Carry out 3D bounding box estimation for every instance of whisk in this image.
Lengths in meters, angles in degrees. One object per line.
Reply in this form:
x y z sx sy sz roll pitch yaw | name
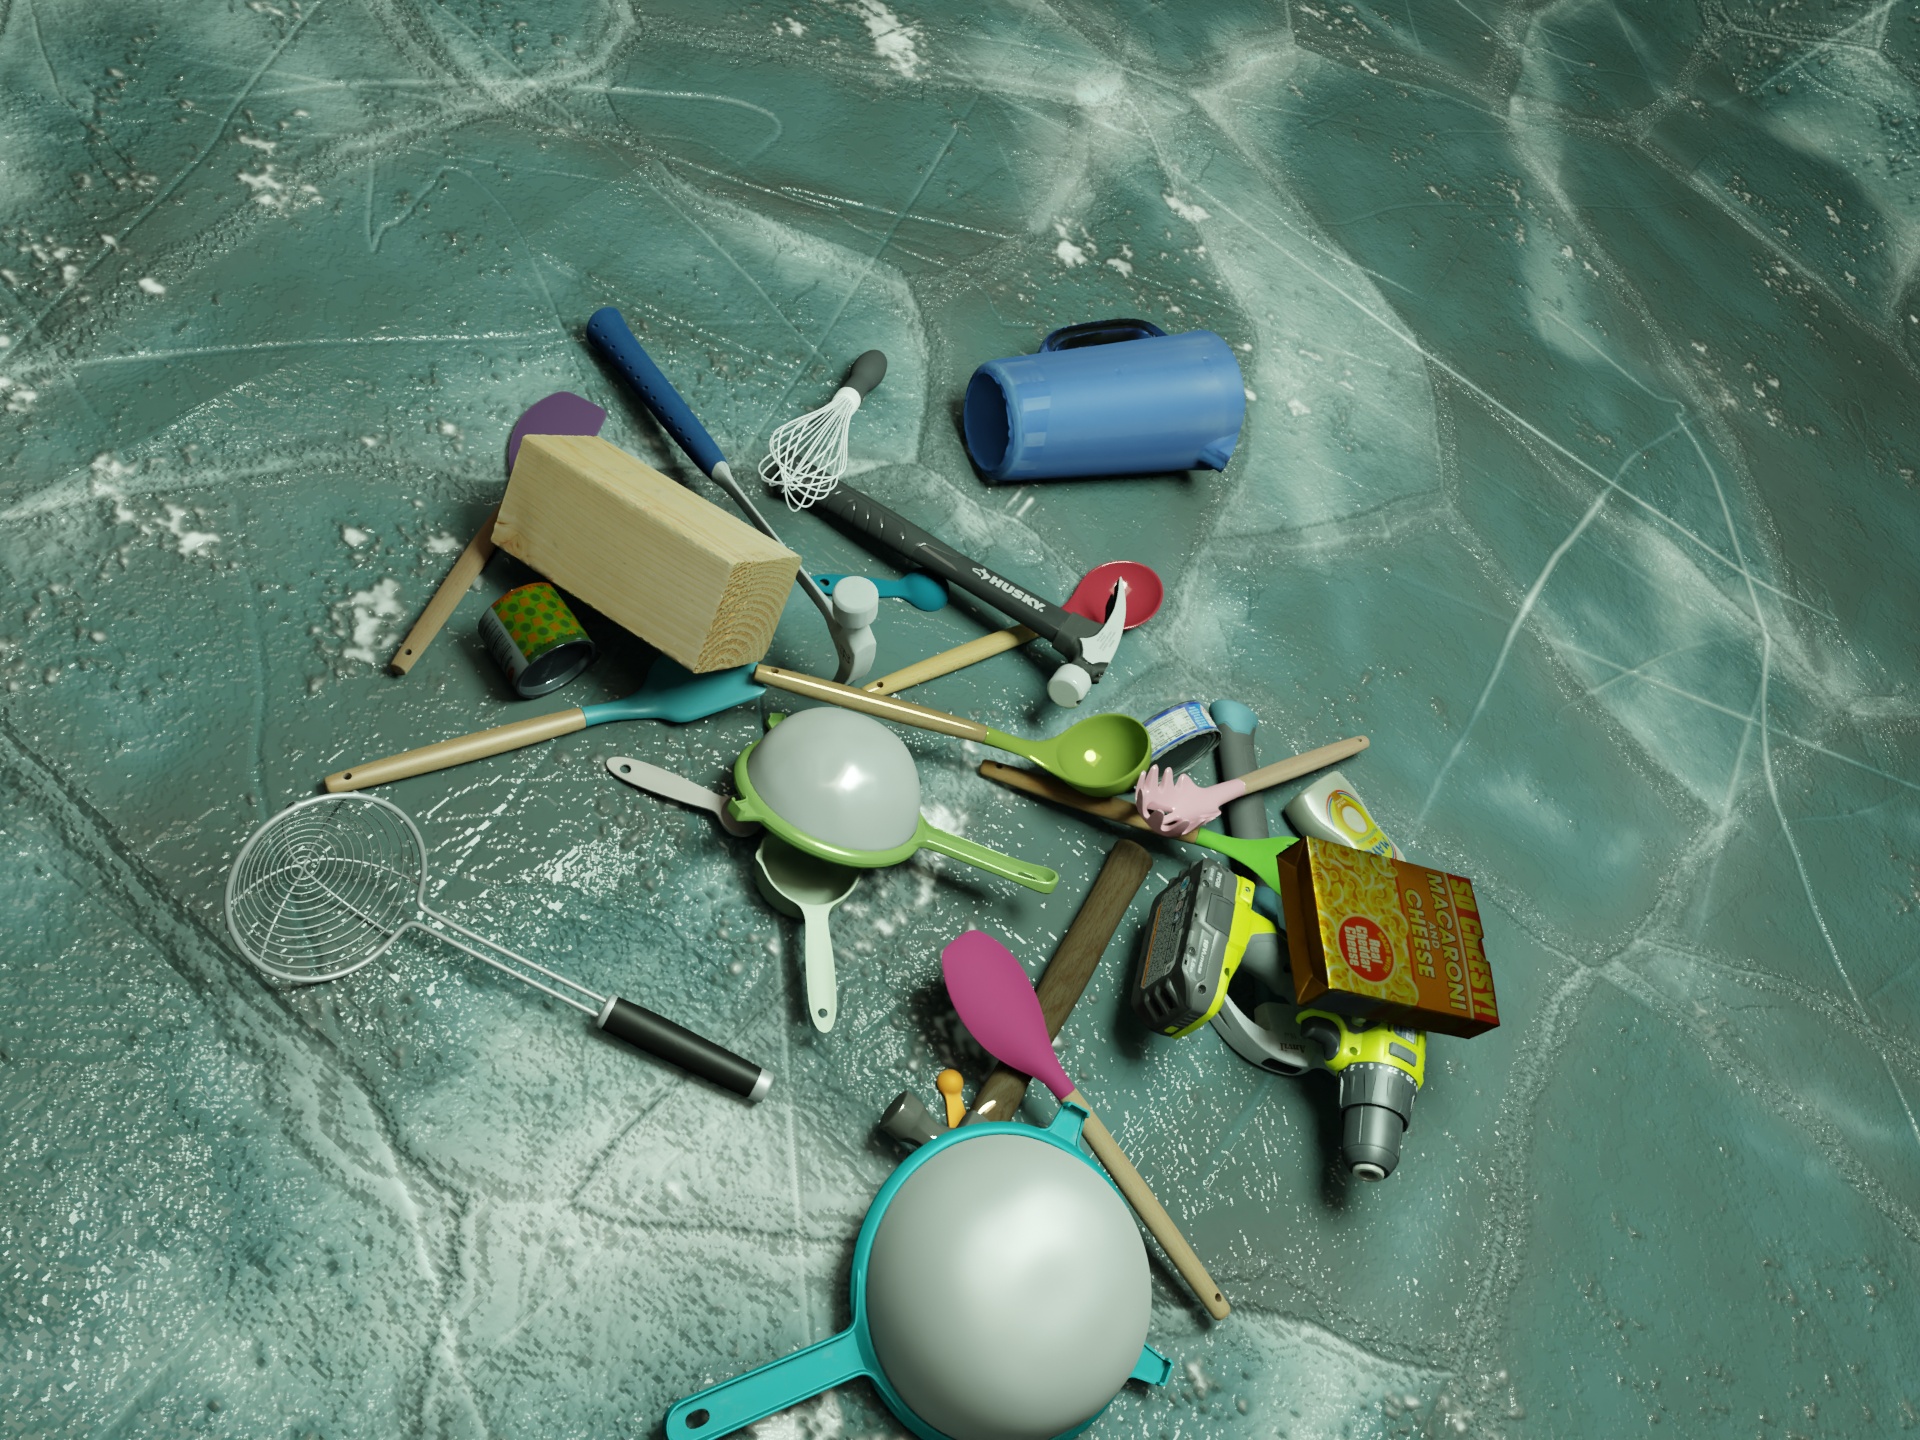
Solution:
-0.107 -0.259 1.362 0.070 0.070 0.285 29 35 -5 | whisk

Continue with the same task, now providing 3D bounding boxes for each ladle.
0.047 -0.071 1.358 0.315 0.031 0.069 -22 66 -31 | ladle
-0.002 -0.004 1.229 0.320 0.062 0.078 15 43 -16 | ladle

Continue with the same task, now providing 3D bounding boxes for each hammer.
0.070 0.211 1.179 0.130 0.031 0.331 41 50 -6 | hammer
-0.013 -0.139 1.342 0.335 0.035 0.146 31 46 7 | hammer
-0.189 -0.189 1.286 0.035 0.144 0.406 -29 65 -21 | hammer
0.245 0.129 1.314 0.128 0.033 0.331 10 56 -19 | hammer

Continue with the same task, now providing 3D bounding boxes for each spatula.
-0.361 -0.154 1.235 0.059 0.018 0.316 25 52 -6 | spatula
-0.298 -0.003 1.152 0.317 0.044 0.082 -18 66 -30 | spatula

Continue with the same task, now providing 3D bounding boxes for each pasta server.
0.251 0.045 1.321 0.316 0.040 0.060 -15 54 -41 | pasta server

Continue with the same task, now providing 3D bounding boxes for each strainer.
-0.013 0.375 0.983 0.340 0.095 0.211 -14 79 -26 | strainer
-0.037 0.056 1.174 0.256 0.069 0.152 22 27 -5 | strainer

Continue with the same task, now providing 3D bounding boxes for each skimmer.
-0.285 0.166 1.023 0.363 0.090 0.127 28 85 -8 | skimmer

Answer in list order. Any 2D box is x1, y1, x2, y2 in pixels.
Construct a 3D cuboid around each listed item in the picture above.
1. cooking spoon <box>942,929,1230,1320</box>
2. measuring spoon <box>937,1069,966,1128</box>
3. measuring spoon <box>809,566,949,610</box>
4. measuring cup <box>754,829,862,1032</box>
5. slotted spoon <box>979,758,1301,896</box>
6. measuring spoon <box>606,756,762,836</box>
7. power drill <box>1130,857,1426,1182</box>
0.090 0.283 1.116 0.069 0.017 0.319 -31 83 -40 | cooking spoon
0.005 0.300 1.113 0.021 0.011 0.117 -1 61 -24 | measuring spoon
-0.066 -0.117 1.338 0.128 0.021 0.042 1 59 -25 | measuring spoon
-0.109 0.148 1.145 0.083 0.038 0.168 4 60 -21 | measuring cup
0.165 0.086 1.279 0.314 0.031 0.070 18 46 1 | slotted spoon
-0.204 0.056 1.178 0.124 0.018 0.034 22 53 -1 | measuring spoon
0.248 0.220 1.188 0.228 0.080 0.191 28 51 -11 | power drill
